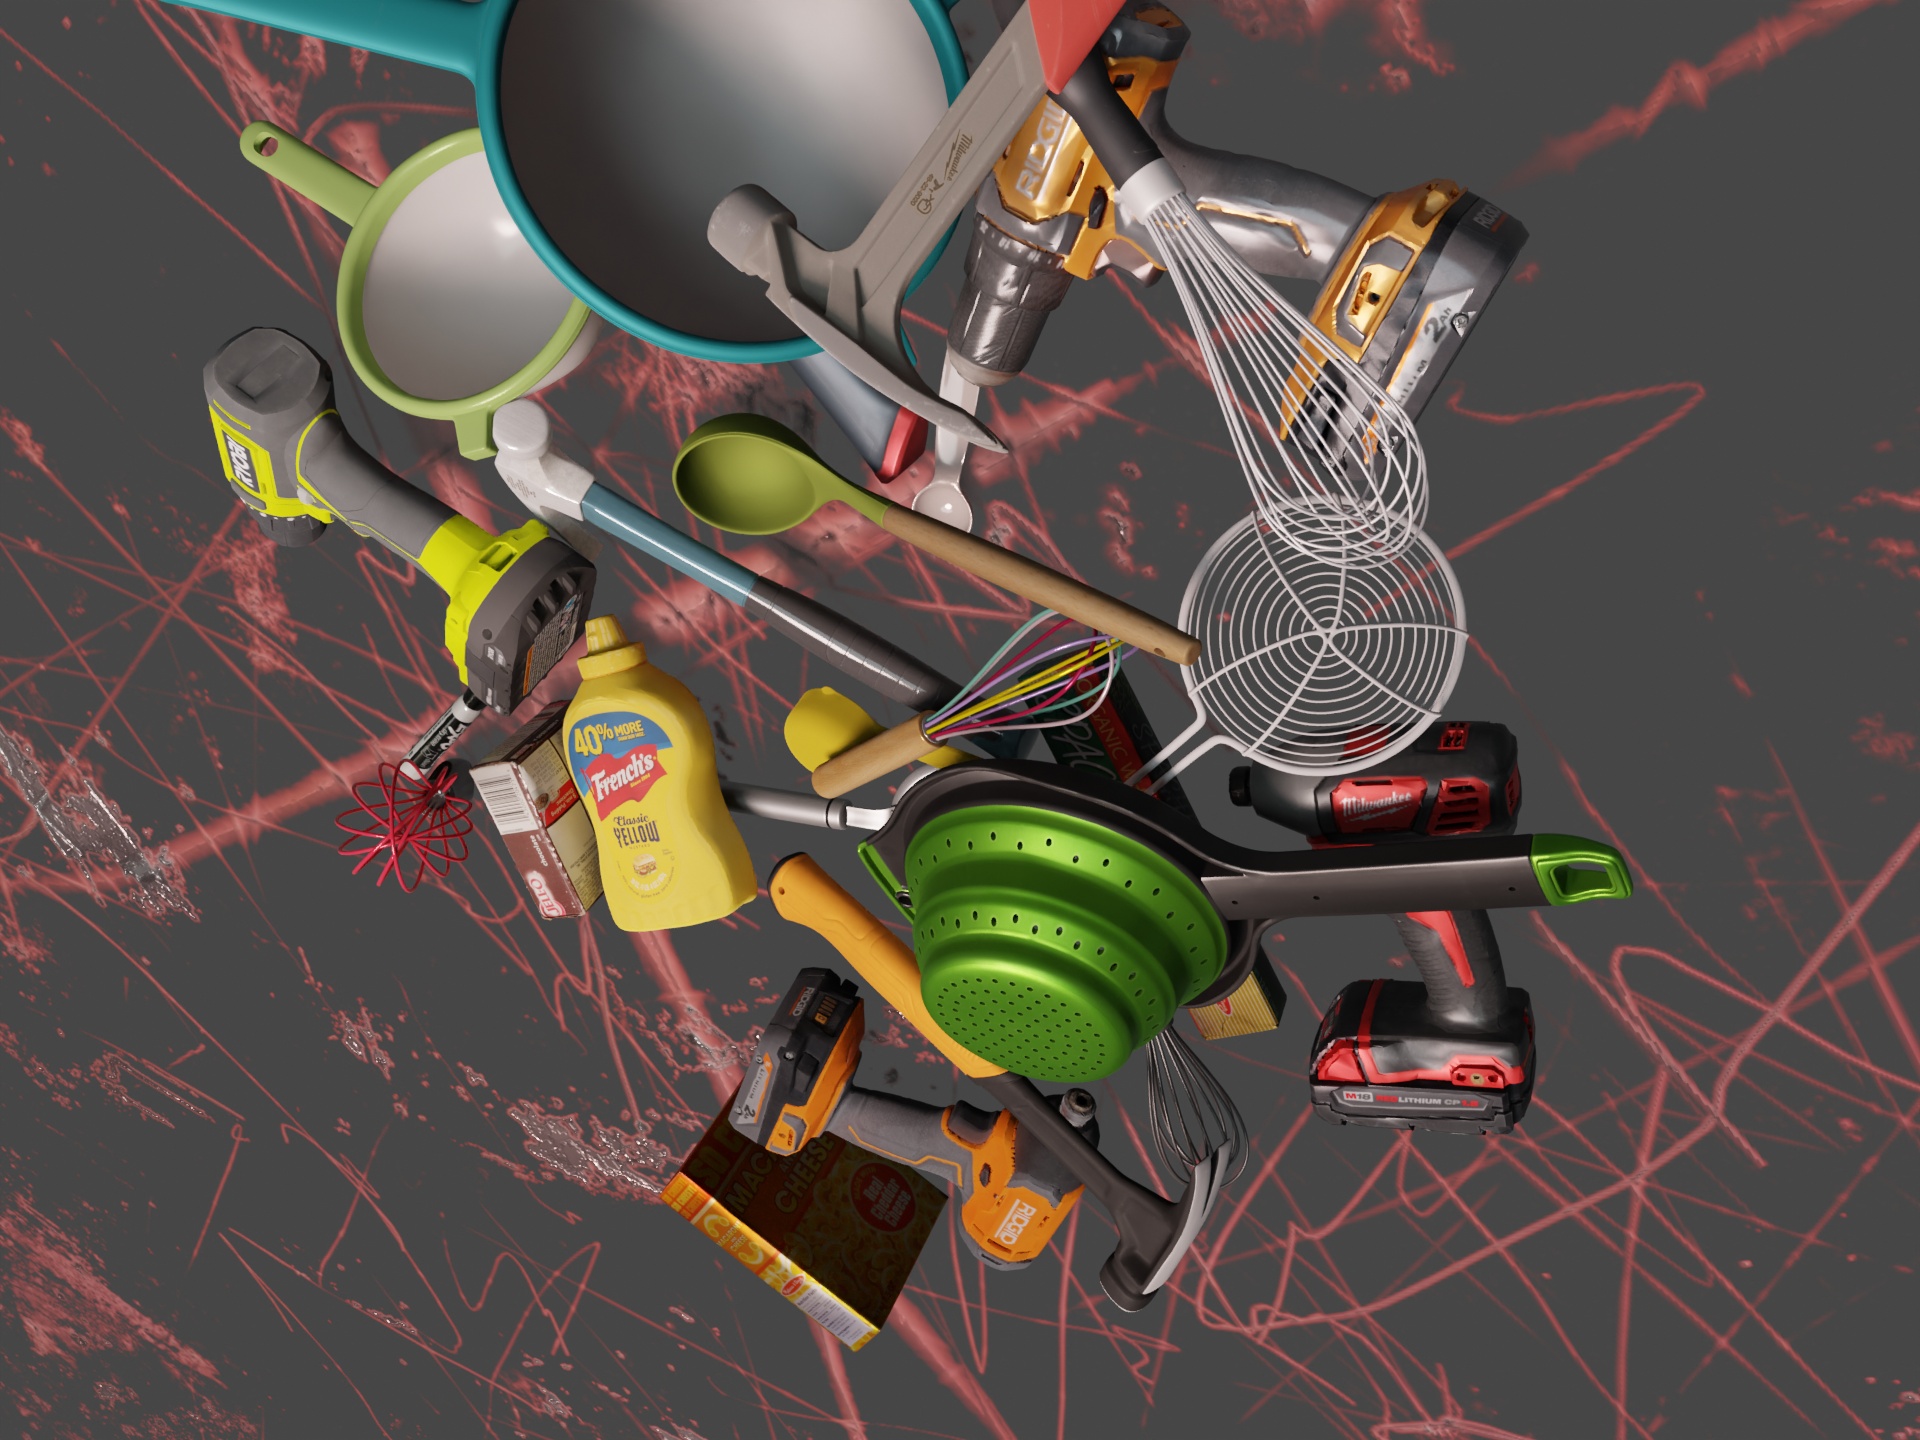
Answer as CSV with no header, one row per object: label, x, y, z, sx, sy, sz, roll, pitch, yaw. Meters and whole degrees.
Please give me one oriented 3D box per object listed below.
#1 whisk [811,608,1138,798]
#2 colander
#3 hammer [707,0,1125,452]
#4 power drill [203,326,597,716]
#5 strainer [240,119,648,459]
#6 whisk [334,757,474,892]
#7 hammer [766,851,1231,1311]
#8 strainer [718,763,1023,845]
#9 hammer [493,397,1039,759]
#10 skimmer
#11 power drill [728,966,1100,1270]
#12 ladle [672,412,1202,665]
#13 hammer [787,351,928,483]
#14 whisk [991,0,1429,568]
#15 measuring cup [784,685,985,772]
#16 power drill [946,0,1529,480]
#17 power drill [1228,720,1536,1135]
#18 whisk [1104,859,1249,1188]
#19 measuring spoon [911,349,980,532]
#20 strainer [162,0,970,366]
whisk,-0.003,-0.002,0.821,0.051,0.047,0.245,40,139,-23
colander,0.111,0.110,0.767,0.397,0.095,0.204,-8,133,35
hammer,0.060,-0.281,0.593,0.149,0.036,0.359,40,101,11
power drill,-0.333,-0.107,0.935,0.228,0.080,0.190,37,154,-2
strainer,-0.271,-0.240,0.817,0.256,0.069,0.151,34,92,23
whisk,-0.315,0.049,0.944,0.073,0.296,0.073,-1,94,-11
hammer,0.006,0.184,0.927,0.337,0.034,0.127,40,128,26
strainer,-0.066,0.059,0.957,0.258,0.050,0.087,7,106,24
hammer,-0.102,-0.064,0.872,0.331,0.033,0.128,30,166,-3
skimmer,0.105,0.023,0.820,0.127,0.090,0.363,48,140,4
power drill,-0.023,0.252,1.026,0.226,0.084,0.164,27,130,3
ladle,-0.022,-0.082,0.775,0.320,0.062,0.078,28,160,35
hammer,-0.156,-0.273,0.796,0.143,0.038,0.386,-30,104,36
whisk,0.095,-0.184,0.632,0.070,0.070,0.284,-35,87,36
measuring cup,-0.035,0.023,0.902,0.157,0.029,0.062,17,142,30
power drill,0.105,-0.192,0.701,0.226,0.084,0.185,32,127,9
power drill,0.223,0.103,0.830,0.143,0.078,0.219,-3,115,26
whisk,0.118,0.178,0.942,0.055,0.055,0.238,-11,109,29
measuring spoon,-0.001,-0.150,0.818,0.034,0.018,0.124,17,118,14
strainer,-0.167,-0.269,0.692,0.340,0.095,0.211,9,90,-16
